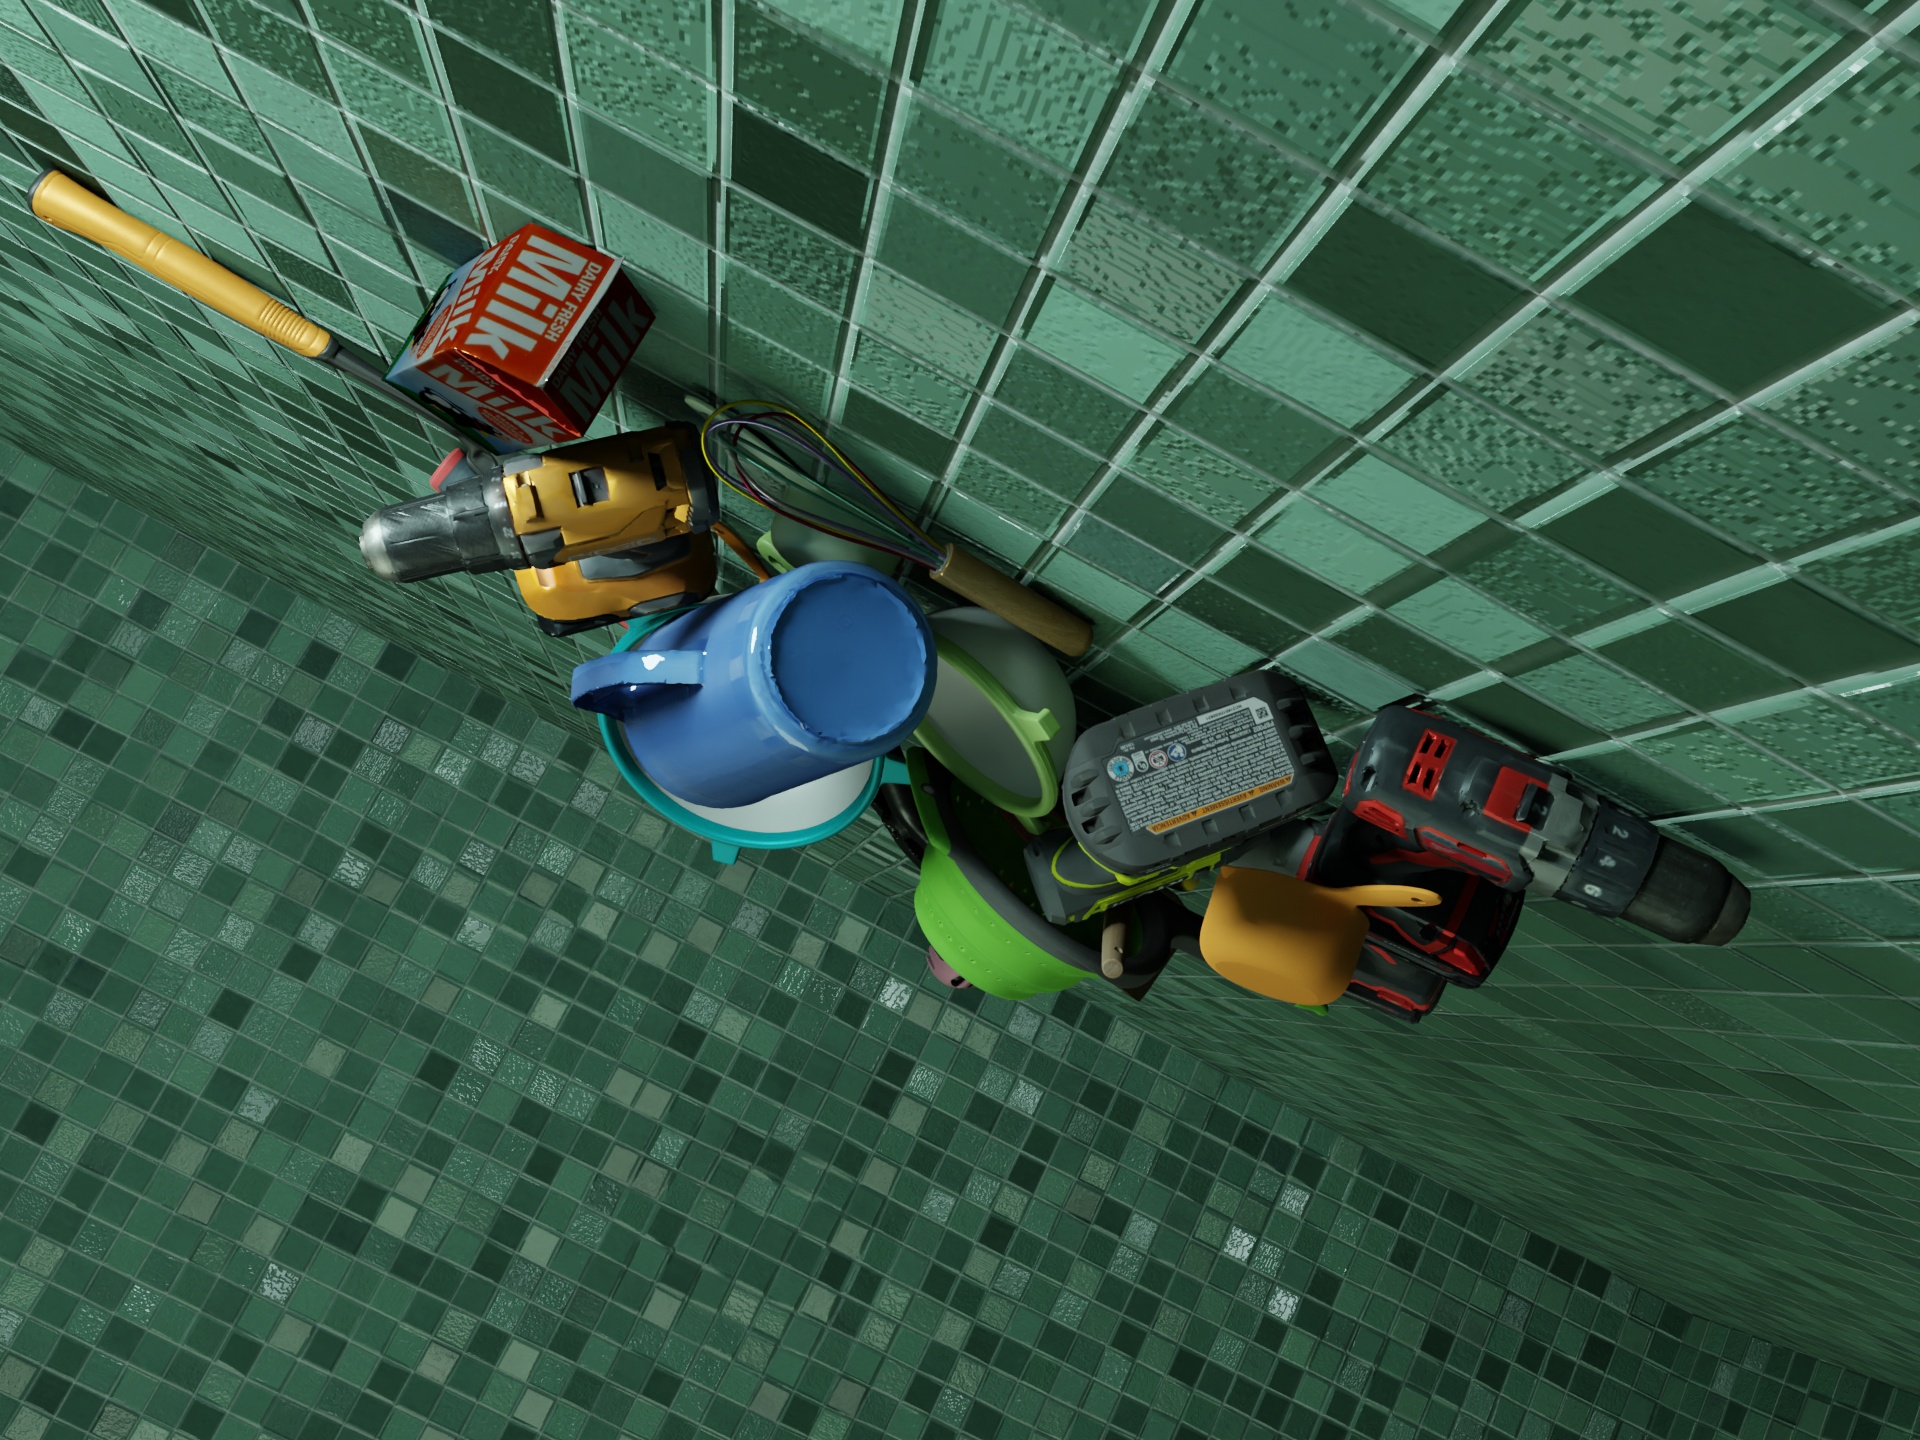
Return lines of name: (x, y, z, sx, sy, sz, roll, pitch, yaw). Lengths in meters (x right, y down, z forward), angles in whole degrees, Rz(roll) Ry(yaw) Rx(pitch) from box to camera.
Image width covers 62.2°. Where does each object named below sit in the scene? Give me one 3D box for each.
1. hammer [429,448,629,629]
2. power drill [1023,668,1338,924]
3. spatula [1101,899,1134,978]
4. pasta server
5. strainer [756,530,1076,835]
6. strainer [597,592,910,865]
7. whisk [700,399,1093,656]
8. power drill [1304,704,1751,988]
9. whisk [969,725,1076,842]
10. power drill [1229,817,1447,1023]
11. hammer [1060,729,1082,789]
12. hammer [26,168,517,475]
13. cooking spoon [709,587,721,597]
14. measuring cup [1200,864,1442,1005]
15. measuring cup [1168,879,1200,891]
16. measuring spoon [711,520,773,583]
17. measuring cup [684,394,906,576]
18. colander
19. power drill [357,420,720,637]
hammer: (-0.244, -0.078, 1.244, 0.386, 0.038, 0.143, 39, 163, -15)
power drill: (0.126, 0.049, 0.891, 0.223, 0.171, 0.080, 90, 160, -75)
spatula: (0.112, 0.099, 1.067, 0.060, 0.018, 0.316, 25, -162, 1)
pasta server: (0.041, 0.131, 1.303, 0.060, 0.040, 0.316, 5, 137, -20)
strainer: (-0.018, -0.050, 0.973, 0.256, 0.069, 0.151, 41, 160, 20)
strainer: (-0.183, -0.062, 1.129, 0.211, 0.095, 0.340, -25, 115, 27)
whisk: (-0.025, -0.096, 0.829, 0.244, 0.047, 0.051, 28, -179, -26)
power drill: (0.278, 0.077, 0.823, 0.188, 0.080, 0.226, 25, 165, 10)
whisk: (-0.002, -0.003, 1.044, 0.296, 0.073, 0.073, 39, 170, 8)
power drill: (0.253, 0.125, 1.058, 0.143, 0.078, 0.219, 20, 167, 28)
hammer: (-0.024, -0.006, 1.228, 0.129, 0.031, 0.331, 36, 166, -36)
hammer: (-0.448, -0.262, 1.048, 0.336, 0.034, 0.127, 29, 169, -12)
cooking spoon: (-0.193, -0.095, 1.209, 0.069, 0.017, 0.318, -7, 155, 12)
measuring cup: (0.192, 0.117, 0.843, 0.095, 0.052, 0.173, 28, 163, -15)
measuring cup: (0.134, 0.104, 1.352, 0.156, 0.029, 0.062, 25, 168, -3)
measuring spoon: (-0.150, -0.111, 1.098, 0.021, 0.011, 0.116, 22, 167, 23)
measuring cup: (-0.099, -0.120, 0.877, 0.083, 0.038, 0.167, 15, 166, 44)
colander: (0.100, 0.154, 1.119, 0.396, 0.094, 0.205, 28, -155, -29)
power drill: (-0.230, -0.104, 0.919, 0.185, 0.084, 0.226, -15, 177, -7)
